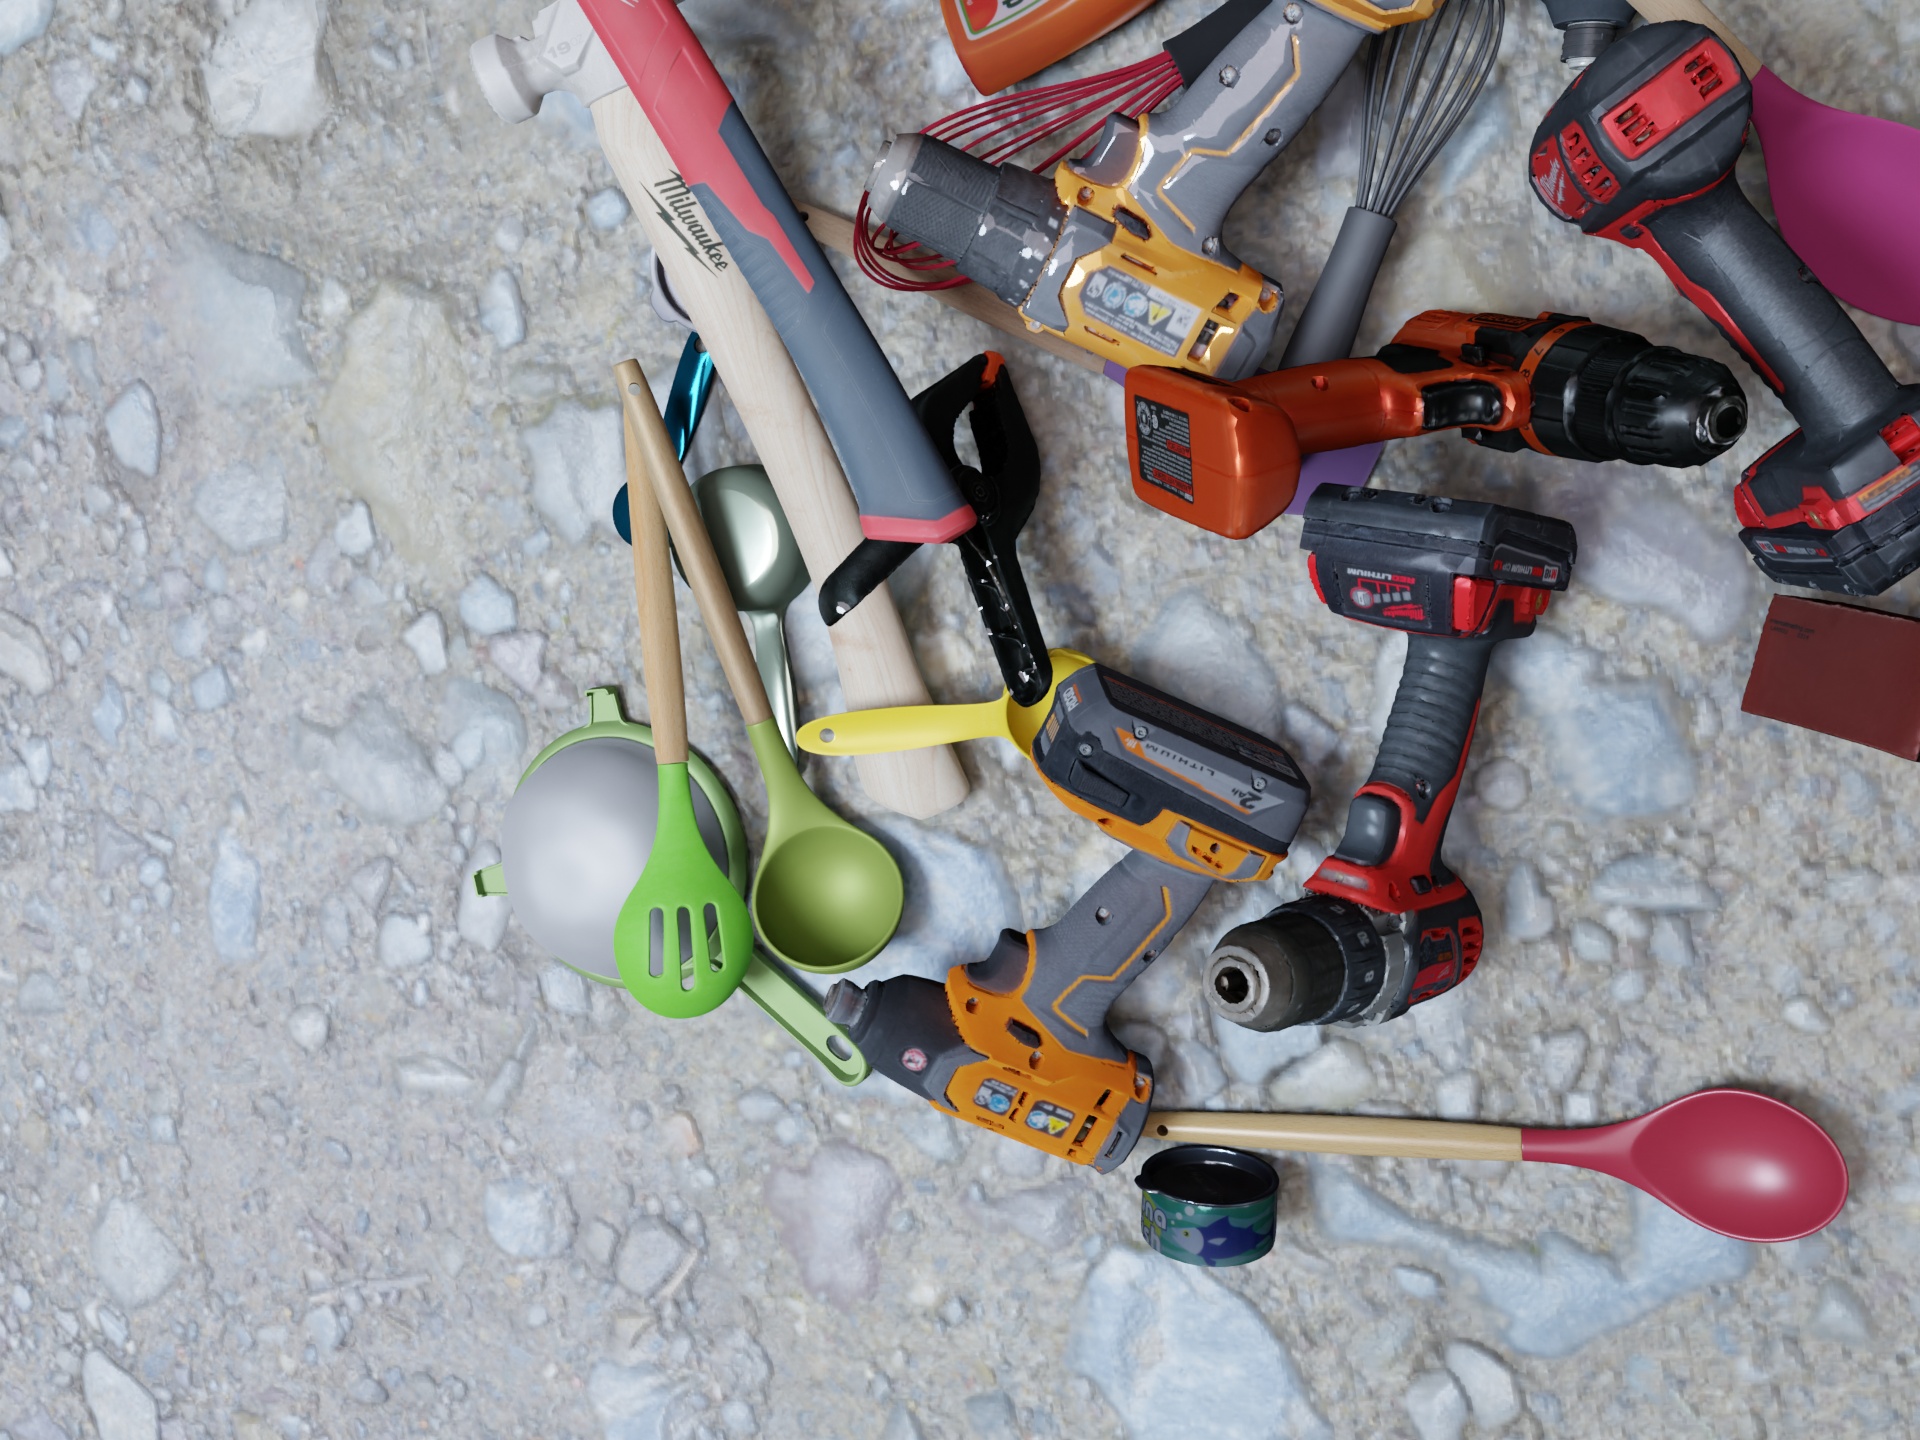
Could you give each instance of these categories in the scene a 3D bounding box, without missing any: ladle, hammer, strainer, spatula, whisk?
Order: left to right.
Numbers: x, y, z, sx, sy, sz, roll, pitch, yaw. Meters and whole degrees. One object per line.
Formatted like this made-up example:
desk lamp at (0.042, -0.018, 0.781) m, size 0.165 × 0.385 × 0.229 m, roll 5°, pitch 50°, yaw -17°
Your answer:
strainer at (-0.155, 0.112, 0.841) m, size 0.256 × 0.069 × 0.151 m, roll 39°, pitch 108°, yaw 11°
ladle at (-0.107, -0.023, 0.785) m, size 0.078 × 0.062 × 0.320 m, roll -21°, pitch 103°, yaw -9°
hammer at (-0.091, -0.250, 0.669) m, size 0.143 × 0.038 × 0.386 m, roll -31°, pitch 92°, yaw 7°
hammer at (-0.076, -0.145, 0.753) m, size 0.146 × 0.038 × 0.410 m, roll -20°, pitch 105°, yaw 9°
spatula at (0.048, -0.180, 0.759) m, size 0.316 × 0.018 × 0.059 m, roll 29°, pitch 101°, yaw 12°
whisk at (0.078, -0.283, 0.712) m, size 0.296 × 0.073 × 0.073 m, roll -28°, pitch 88°, yaw 12°
whisk at (0.176, -0.219, 0.692) m, size 0.055 × 0.055 × 0.239 m, roll 23°, pitch 105°, yaw 14°
ladle at (0.236, 0.199, 0.747) m, size 0.315 × 0.031 × 0.069 m, roll -2°, pitch 95°, yaw 21°

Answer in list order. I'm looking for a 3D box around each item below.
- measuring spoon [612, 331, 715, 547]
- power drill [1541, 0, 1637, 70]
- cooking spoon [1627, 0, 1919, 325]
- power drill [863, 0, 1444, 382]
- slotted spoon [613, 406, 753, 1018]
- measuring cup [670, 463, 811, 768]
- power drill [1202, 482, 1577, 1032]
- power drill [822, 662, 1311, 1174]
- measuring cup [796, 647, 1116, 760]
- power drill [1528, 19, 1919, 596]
measuring spoon at (-0.153, -0.148, 0.828) m, size 0.042 × 0.021 × 0.128 m, roll 24°, pitch 106°, yaw 14°
power drill at (0.340, -0.343, 0.610) m, size 0.223 × 0.080 × 0.171 m, roll 8°, pitch 105°, yaw 21°
cooking spoon at (0.288, -0.267, 0.619) m, size 0.319 × 0.017 × 0.068 m, roll 39°, pitch 139°, yaw -8°
power drill at (0.080, -0.259, 0.646) m, size 0.185 × 0.084 × 0.226 m, roll 23°, pitch 120°, yaw -10°
slotted spoon at (-0.149, -0.004, 0.799) m, size 0.070 × 0.031 × 0.314 m, roll -5°, pitch 90°, yaw -13°
measuring cup at (-0.107, -0.049, 0.818) m, size 0.083 × 0.038 × 0.167 m, roll -6°, pitch 94°, yaw 19°
power drill at (0.173, 0.020, 0.661) m, size 0.080 × 0.187 × 0.226 m, roll 15°, pitch 100°, yaw 38°
power drill at (0.045, 0.093, 0.745) m, size 0.164 × 0.084 × 0.226 m, roll 23°, pitch 107°, yaw -10°
measuring cup at (-0.001, -0.002, 0.771) m, size 0.156 × 0.029 × 0.062 m, roll -6°, pitch 105°, yaw 0°
power drill at (0.303, -0.160, 0.619) m, size 0.078 × 0.143 × 0.219 m, roll -36°, pitch 92°, yaw 11°
